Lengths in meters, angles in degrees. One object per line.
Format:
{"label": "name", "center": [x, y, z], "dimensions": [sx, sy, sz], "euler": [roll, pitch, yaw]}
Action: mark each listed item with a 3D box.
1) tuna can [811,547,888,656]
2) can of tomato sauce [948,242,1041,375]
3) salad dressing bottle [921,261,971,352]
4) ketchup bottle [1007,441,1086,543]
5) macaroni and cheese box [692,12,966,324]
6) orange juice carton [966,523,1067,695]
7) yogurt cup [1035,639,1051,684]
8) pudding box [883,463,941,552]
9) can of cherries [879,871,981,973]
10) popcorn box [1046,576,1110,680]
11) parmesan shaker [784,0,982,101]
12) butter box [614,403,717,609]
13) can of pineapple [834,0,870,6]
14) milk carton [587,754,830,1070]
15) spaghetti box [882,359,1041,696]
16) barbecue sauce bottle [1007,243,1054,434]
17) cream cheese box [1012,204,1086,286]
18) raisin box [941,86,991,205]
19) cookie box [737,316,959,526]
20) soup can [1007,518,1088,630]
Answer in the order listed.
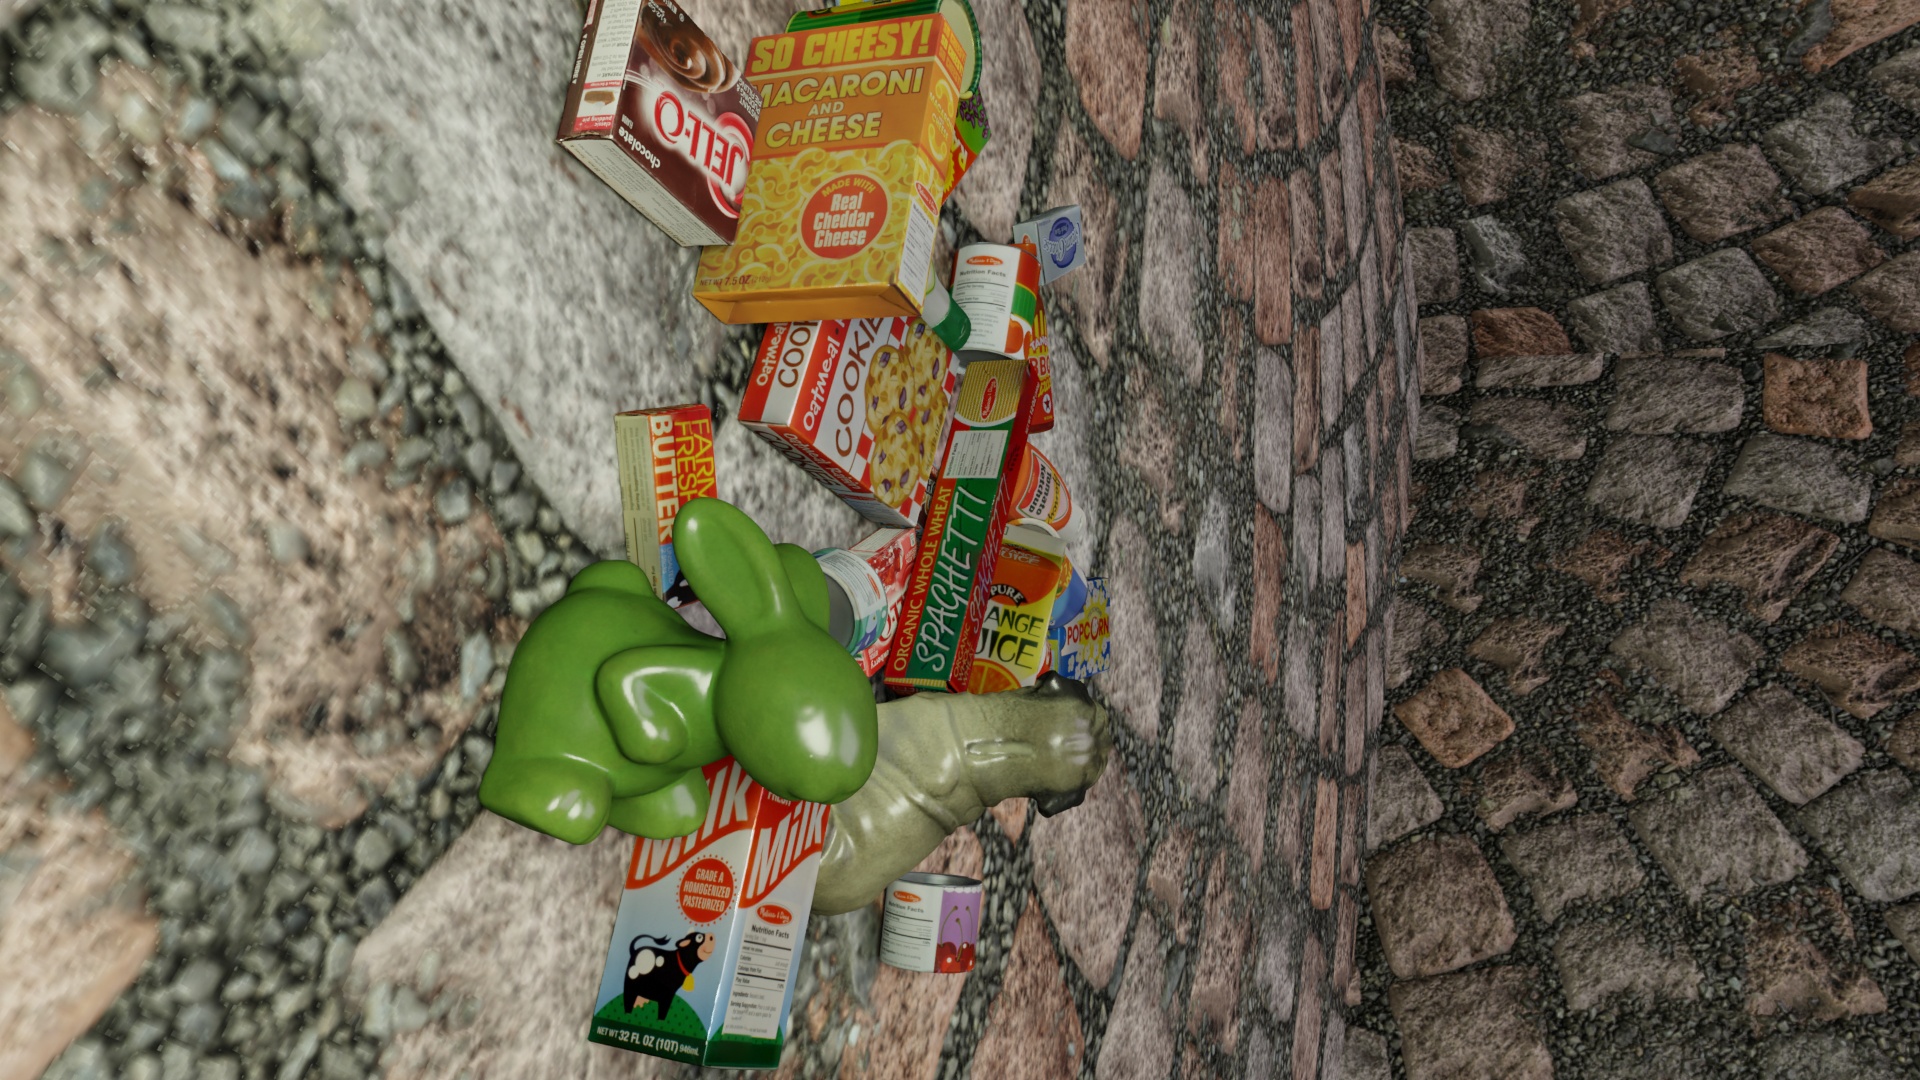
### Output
{"label": "tuna can", "center": [-0.081, 0.041, 0.820], "dimensions": [0.033, 0.071, 0.071], "euler": [-27, 115, -61]}
{"label": "can of tomato sauce", "center": [0.023, -0.167, 1.026], "dimensions": [0.071, 0.071, 0.083], "euler": [33, 62, -61]}
{"label": "salad dressing bottle", "center": [-0.038, -0.174, 0.926], "dimensions": [0.147, 0.044, 0.064], "euler": [42, 62, -58]}
{"label": "ketchup bottle", "center": [0.061, -0.034, 1.134], "dimensions": [0.148, 0.043, 0.065], "euler": [32, 71, -61]}
{"label": "macaroni and cheese box", "center": [-0.071, -0.203, 0.766], "dimensions": [0.040, 0.124, 0.167], "euler": [43, 52, -61]}
{"label": "orange juice carton", "center": [0.023, 0.075, 0.991], "dimensions": [0.072, 0.072, 0.193], "euler": [98, 7, -66]}
{"label": "yogurt cup", "center": [0.038, 0.087, 1.068], "dimensions": [0.054, 0.072, 0.072], "euler": [39, 56, -68]}
{"label": "pudding box", "center": [-0.025, -0.022, 0.971], "dimensions": [0.083, 0.030, 0.050], "euler": [48, 48, -55]}
{"label": "can of cherries", "center": [-0.018, 0.259, 0.947], "dimensions": [0.071, 0.071, 0.058], "euler": [20, 73, -63]}
{"label": "popcorn box", "center": [0.093, 0.077, 1.209], "dimensions": [0.127, 0.038, 0.085], "euler": [-4, 96, -65]}
{"label": "parmesan shaker", "center": [-0.045, -0.292, 0.841], "dimensions": [0.071, 0.103, 0.071], "euler": [0, 91, -65]}
{"label": "butter box", "center": [-0.150, -0.018, 0.719], "dimensions": [0.053, 0.024, 0.103], "euler": [-18, 107, -62]}
{"label": "can of pineapple", "center": [-0.041, -0.352, 0.900], "dimensions": [0.071, 0.058, 0.071], "euler": [0, 91, -64]}
{"label": "milk carton", "center": [-0.122, 0.170, 0.726], "dimensions": [0.073, 0.072, 0.191], "euler": [42, 55, -58]}
{"label": "spaghetti box", "center": [0.003, -0.012, 0.936], "dimensions": [0.028, 0.050, 0.251], "euler": [51, 46, -52]}
{"label": "barbecue sauce bottle", "center": [0.046, -0.159, 1.101], "dimensions": [0.065, 0.043, 0.148], "euler": [-21, 109, -62]}
{"label": "cream cheese box", "center": [0.077, -0.253, 1.186], "dimensions": [0.104, 0.024, 0.053], "euler": [-40, 127, -58]}
{"label": "raisin box", "center": [-0.025, -0.289, 0.958], "dimensions": [0.124, 0.040, 0.085], "euler": [-63, 145, -45]}
{"label": "cookie box", "center": [-0.065, -0.096, 0.867], "dimensions": [0.167, 0.040, 0.123], "euler": [40, 61, -59]}
{"label": "soup can", "center": [0.058, 0.029, 1.096], "dimensions": [0.083, 0.071, 0.071], "euler": [50, 47, -62]}
